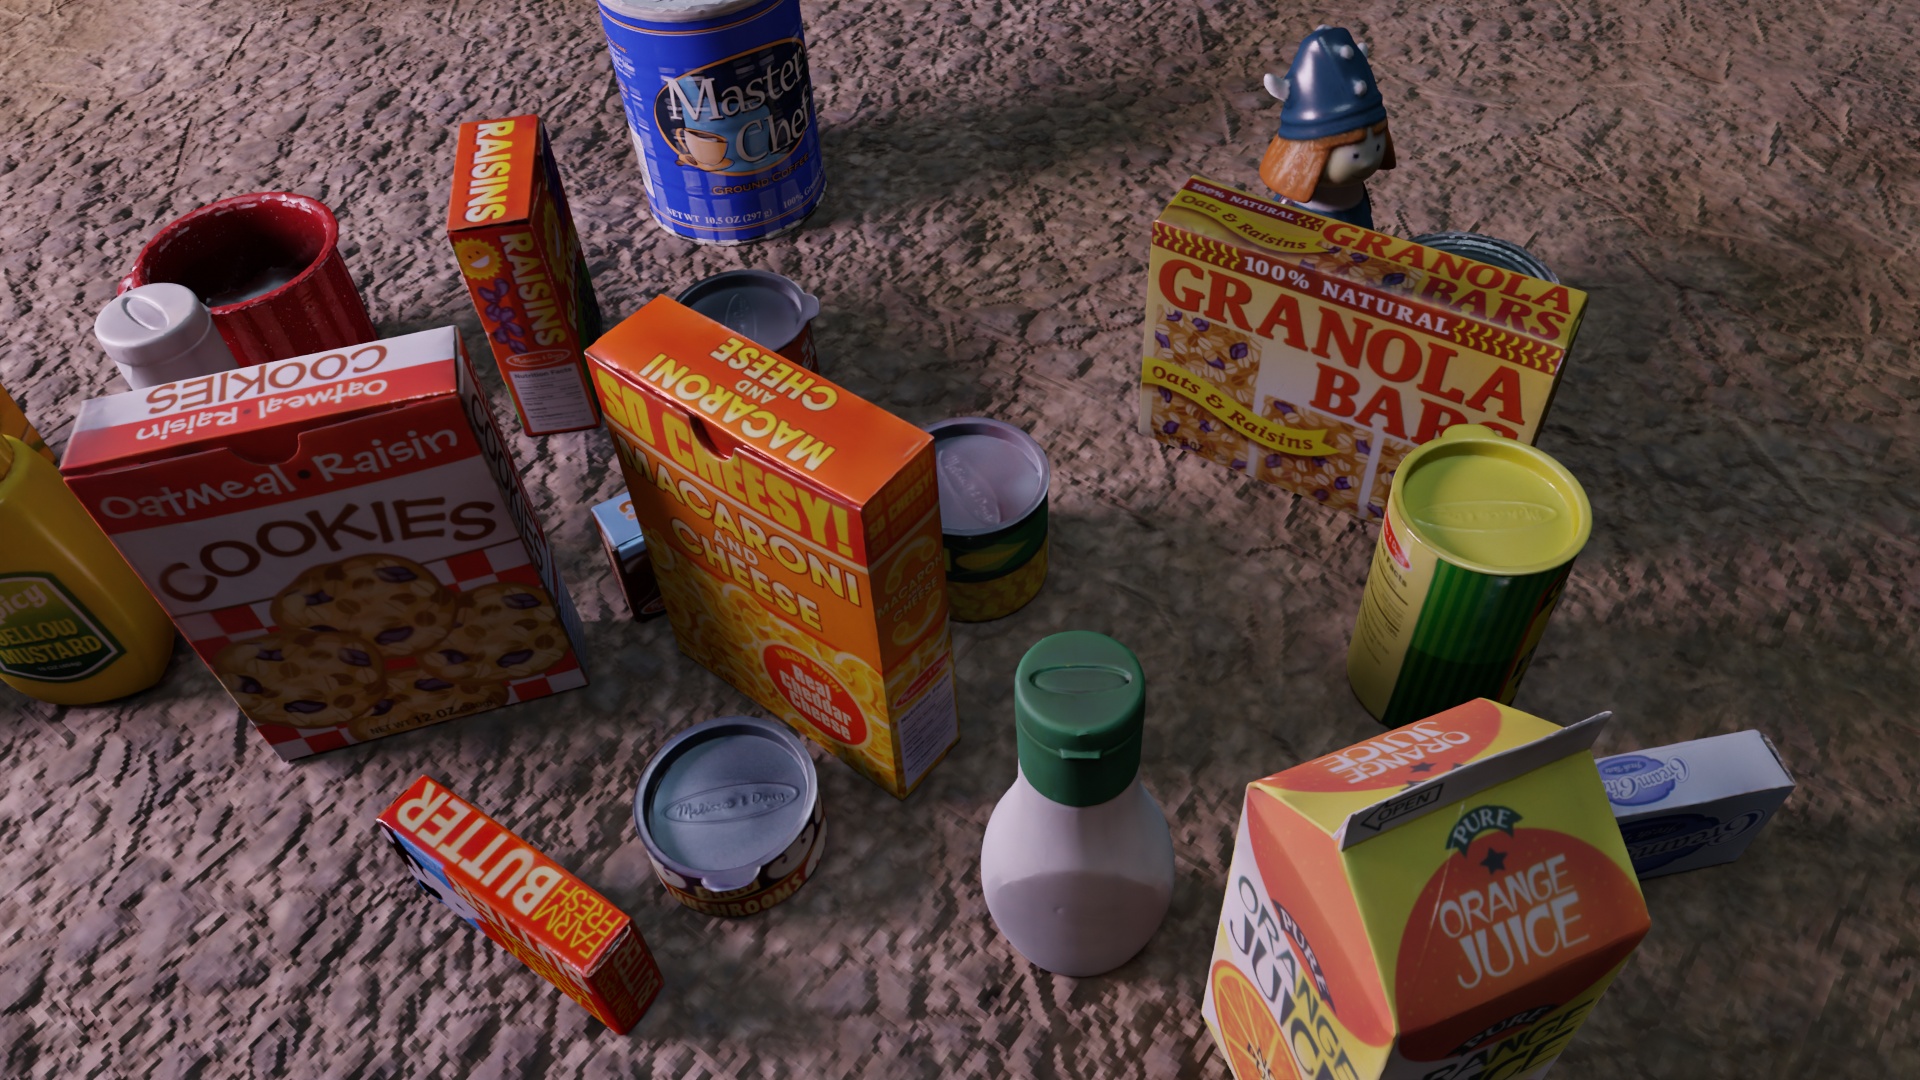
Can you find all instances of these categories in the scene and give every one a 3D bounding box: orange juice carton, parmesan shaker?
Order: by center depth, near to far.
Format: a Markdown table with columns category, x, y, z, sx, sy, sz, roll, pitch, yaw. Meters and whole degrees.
| category | x | y | z | sx | sy | sz | roll | pitch | yaw |
| --- | --- | --- | --- | --- | --- | --- | --- | --- | --- |
| orange juice carton | 0.121 | 0.111 | 0.379 | 0.072 | 0.191 | 0.073 | -17 | 50 | -11 |
| parmesan shaker | 0.185 | 0.018 | 0.517 | 0.071 | 0.102 | 0.072 | -2 | 49 | 2 |

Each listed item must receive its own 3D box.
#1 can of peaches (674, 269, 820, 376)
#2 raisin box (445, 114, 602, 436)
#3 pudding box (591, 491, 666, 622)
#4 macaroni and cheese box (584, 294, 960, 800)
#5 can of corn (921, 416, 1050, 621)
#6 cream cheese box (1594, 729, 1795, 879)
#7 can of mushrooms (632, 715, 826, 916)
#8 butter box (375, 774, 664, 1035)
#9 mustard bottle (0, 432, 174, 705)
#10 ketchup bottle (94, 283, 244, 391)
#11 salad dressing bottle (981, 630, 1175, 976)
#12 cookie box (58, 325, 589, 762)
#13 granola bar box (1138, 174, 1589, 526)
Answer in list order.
| category | x | y | z | sx | sy | sz | roll | pitch | yaw |
| --- | --- | --- | --- | --- | --- | --- | --- | --- | --- |
| can of peaches | -0.098 | -0.085 | 0.654 | 0.071 | 0.057 | 0.071 | -2 | 49 | 2 |
| raisin box | -0.200 | -0.122 | 0.650 | 0.040 | 0.122 | 0.086 | -8 | 49 | -3 |
| pudding box | -0.109 | -0.006 | 0.591 | 0.084 | 0.049 | 0.030 | -27 | 52 | -19 |
| macaroni and cheese box | -0.062 | 0.008 | 0.499 | 0.124 | 0.165 | 0.040 | 29 | 57 | 26 |
| can of corn | 0.002 | -0.007 | 0.580 | 0.071 | 0.058 | 0.071 | -2 | 49 | 2 |
| cream cheese box | 0.224 | 0.097 | 0.477 | 0.104 | 0.053 | 0.024 | -10 | 49 | -5 |
| can of mushrooms | -0.083 | 0.102 | 0.505 | 0.071 | 0.033 | 0.071 | -2 | 49 | 2 |
| butter box | -0.150 | 0.125 | 0.477 | 0.103 | 0.052 | 0.024 | 26 | 55 | 24 |
| mustard bottle | -0.361 | 0.001 | 0.527 | 0.065 | 0.159 | 0.049 | -11 | 49 | -6 |
| ketchup bottle | -0.294 | -0.036 | 0.563 | 0.065 | 0.148 | 0.044 | 30 | 57 | 26 |
| salad dressing bottle | 0.037 | 0.086 | 0.436 | 0.064 | 0.146 | 0.044 | 0 | 49 | 4 |
| cookie box | -0.219 | 0.008 | 0.508 | 0.123 | 0.166 | 0.040 | -14 | 49 | -8 |
| granola bar box | 0.159 | -0.071 | 0.582 | 0.166 | 0.123 | 0.039 | 24 | 54 | 22 |
